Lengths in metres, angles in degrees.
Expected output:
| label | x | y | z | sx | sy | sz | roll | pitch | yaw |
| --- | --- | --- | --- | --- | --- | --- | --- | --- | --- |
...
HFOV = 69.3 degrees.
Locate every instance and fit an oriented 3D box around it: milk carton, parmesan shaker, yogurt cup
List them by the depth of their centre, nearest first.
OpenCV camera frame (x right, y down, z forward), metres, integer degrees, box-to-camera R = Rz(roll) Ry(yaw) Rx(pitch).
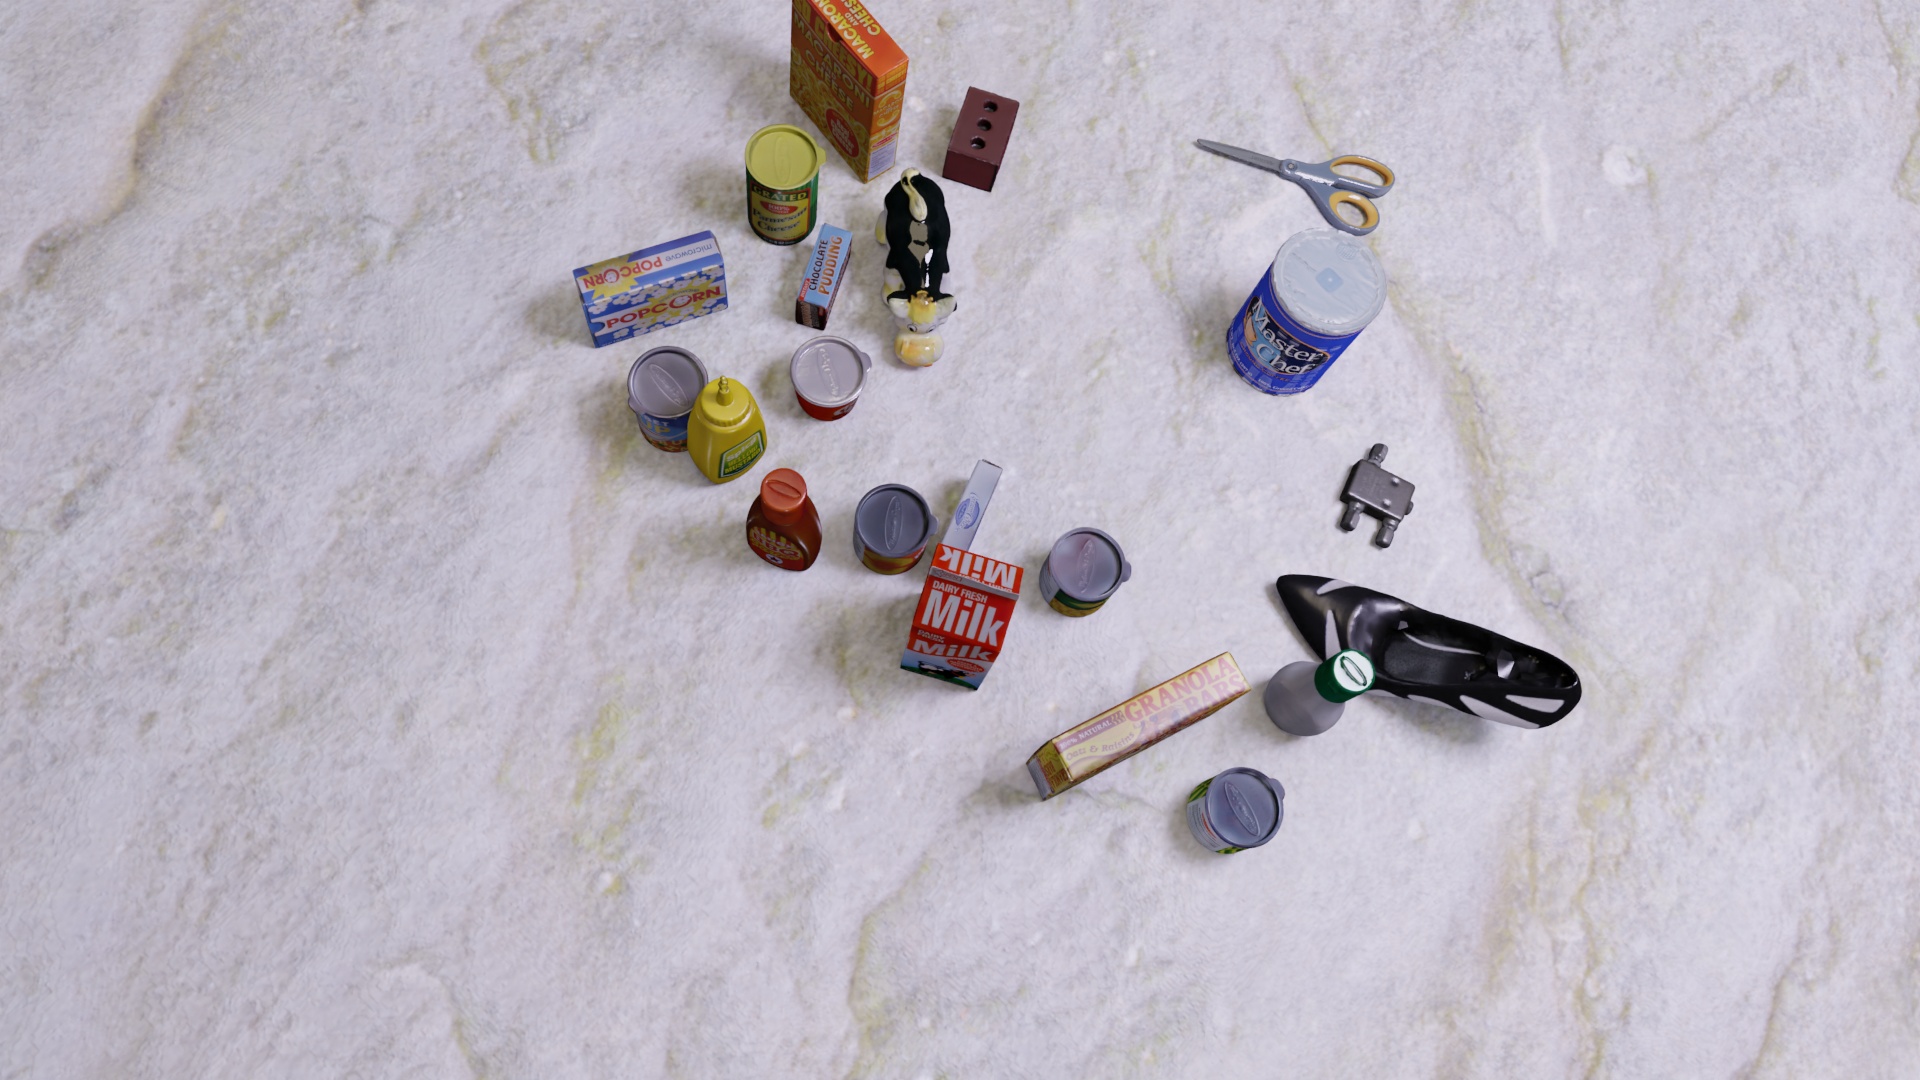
| label | x | y | z | sx | sy | sz | roll | pitch | yaw |
| --- | --- | --- | --- | --- | --- | --- | --- | --- | --- |
| milk carton | 0.001 | 0.059 | 1.111 | 0.072 | 0.190 | 0.073 | 17 | 71 | -2 |
| yogurt cup | -0.117 | -0.141 | 1.233 | 0.072 | 0.053 | 0.072 | 2 | 72 | -7 |
| parmesan shaker | -0.159 | -0.320 | 1.261 | 0.071 | 0.102 | 0.071 | 2 | 72 | -7 |

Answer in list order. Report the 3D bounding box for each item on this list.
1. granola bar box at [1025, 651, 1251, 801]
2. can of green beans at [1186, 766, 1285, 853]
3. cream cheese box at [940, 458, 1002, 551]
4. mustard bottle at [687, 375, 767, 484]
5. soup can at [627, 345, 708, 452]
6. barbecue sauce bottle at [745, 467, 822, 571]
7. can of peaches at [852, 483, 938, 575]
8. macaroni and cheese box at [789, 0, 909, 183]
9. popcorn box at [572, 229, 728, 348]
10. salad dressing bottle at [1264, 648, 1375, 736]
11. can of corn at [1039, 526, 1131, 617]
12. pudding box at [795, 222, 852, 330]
| label | x | y | z | sx | sy | sz | roll | pitch | yaw |
| --- | --- | --- | --- | --- | --- | --- | --- | --- | --- |
| granola bar box | 0.141 | 0.152 | 1.133 | 0.166 | 0.123 | 0.039 | -24 | 77 | -14 |
| can of green beans | 0.227 | 0.225 | 1.155 | 0.071 | 0.057 | 0.071 | 2 | 72 | -7 |
| cream cheese box | 0.004 | -0.015 | 1.208 | 0.024 | 0.053 | 0.104 | 24 | 71 | 1 |
| mustard bottle | -0.195 | -0.097 | 1.153 | 0.065 | 0.159 | 0.049 | -36 | 80 | -16 |
| soup can | -0.250 | -0.118 | 1.193 | 0.071 | 0.083 | 0.071 | 2 | 72 | -7 |
| barbecue sauce bottle | -0.145 | -0.018 | 1.139 | 0.065 | 0.148 | 0.044 | 24 | 71 | 1 |
| can of peaches | -0.057 | -0.008 | 1.195 | 0.071 | 0.058 | 0.071 | 2 | 72 | -7 |
| macaroni and cheese box | -0.105 | -0.421 | 1.267 | 0.040 | 0.166 | 0.124 | -36 | 80 | -16 |
| popcorn box | -0.271 | -0.221 | 1.223 | 0.127 | 0.085 | 0.038 | -20 | 76 | -13 |
| salad dressing bottle | 0.298 | 0.124 | 1.150 | 0.044 | 0.147 | 0.064 | -35 | 80 | -16 |
| can of corn | 0.107 | 0.029 | 1.204 | 0.071 | 0.058 | 0.071 | 2 | 72 | -7 |
| pudding box | -0.125 | -0.241 | 1.267 | 0.030 | 0.049 | 0.084 | 17 | 71 | -2 |
